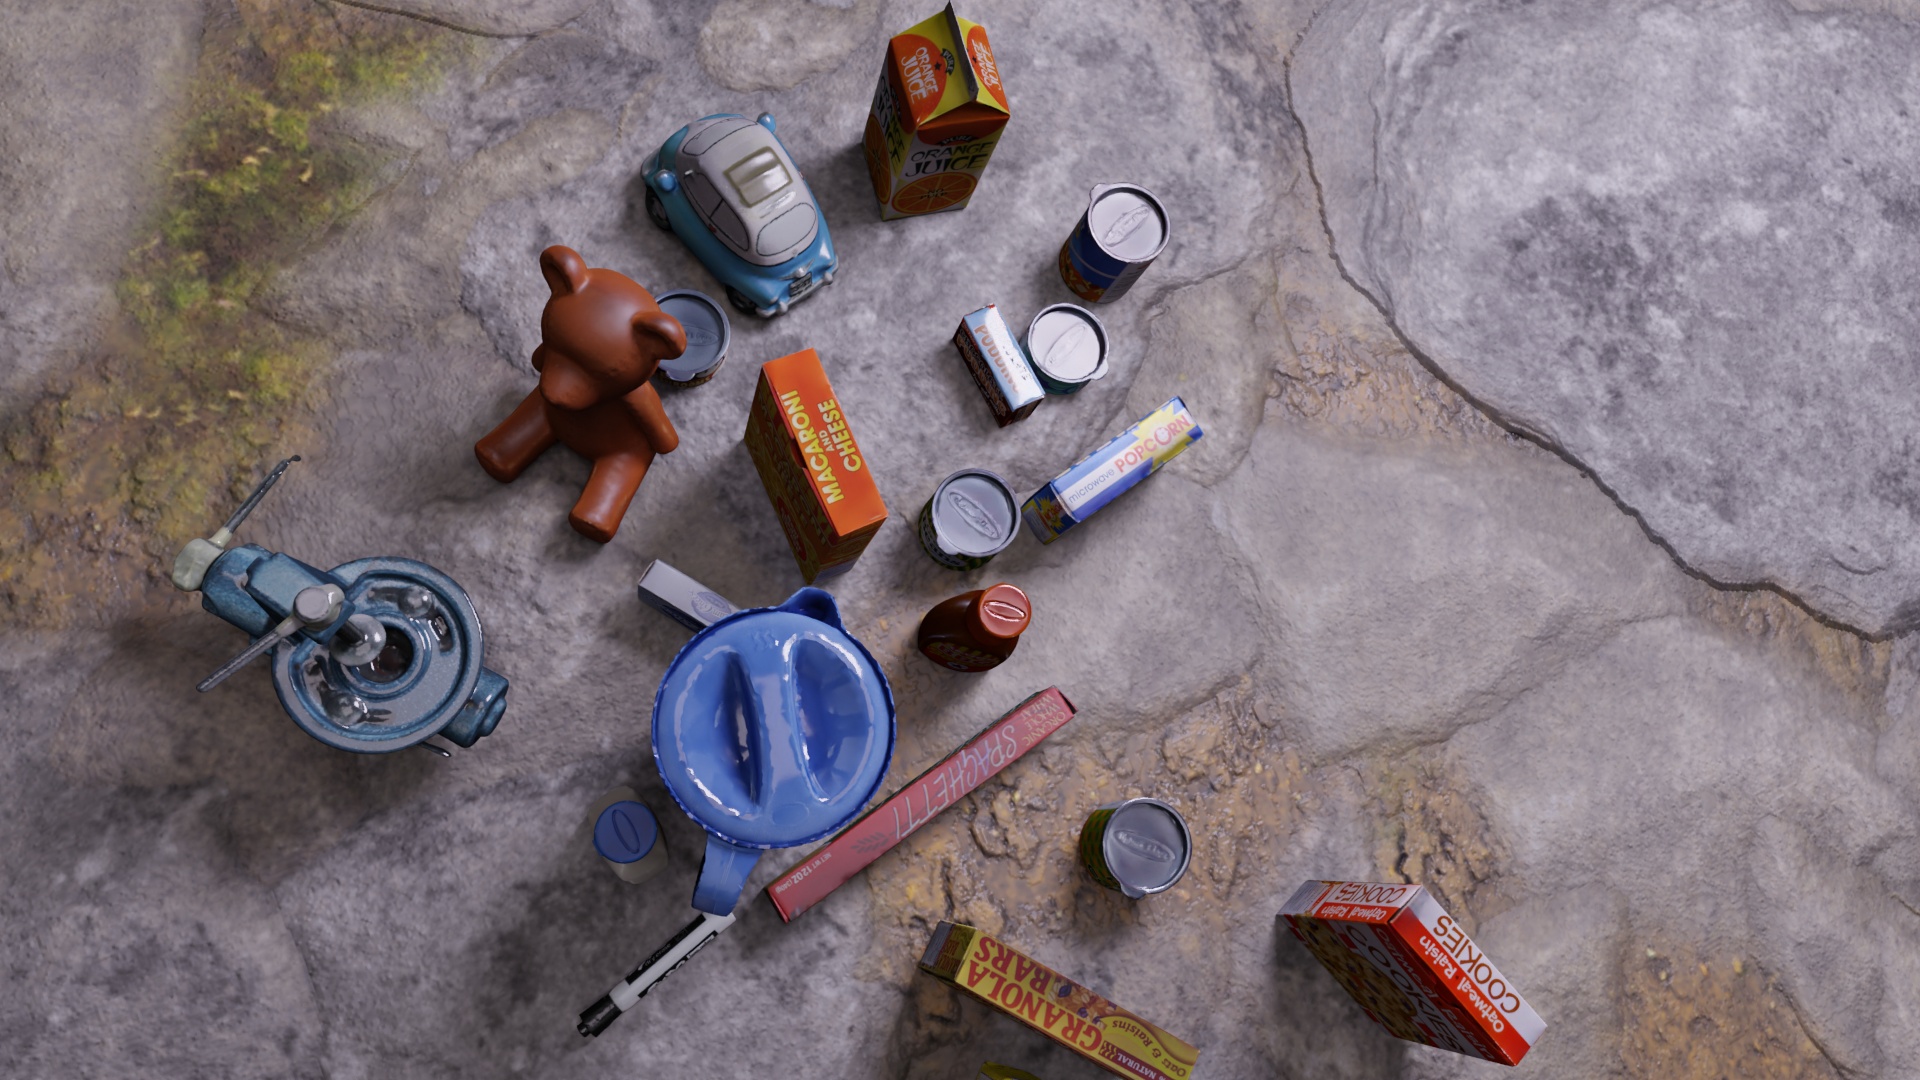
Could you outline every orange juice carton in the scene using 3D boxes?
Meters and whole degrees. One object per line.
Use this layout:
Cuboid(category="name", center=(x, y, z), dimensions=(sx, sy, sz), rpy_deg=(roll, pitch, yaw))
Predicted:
Cuboid(category="orange juice carton", center=(-0.018, -0.312, 1.019), dimensions=(0.073, 0.192, 0.072), rpy_deg=(-12, 81, -15))

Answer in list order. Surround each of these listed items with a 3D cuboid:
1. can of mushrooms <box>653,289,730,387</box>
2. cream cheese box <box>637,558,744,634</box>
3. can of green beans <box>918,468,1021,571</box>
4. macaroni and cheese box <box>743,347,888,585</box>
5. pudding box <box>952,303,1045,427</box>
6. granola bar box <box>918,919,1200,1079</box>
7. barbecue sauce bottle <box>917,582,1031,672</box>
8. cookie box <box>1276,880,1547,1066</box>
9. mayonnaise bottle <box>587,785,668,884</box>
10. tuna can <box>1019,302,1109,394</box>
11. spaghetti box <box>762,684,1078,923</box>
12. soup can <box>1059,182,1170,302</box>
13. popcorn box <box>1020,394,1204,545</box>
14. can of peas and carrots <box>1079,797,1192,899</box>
Cuboid(category="can of mushrooms", center=(-0.204, -0.146, 1.021), dimensions=(0.071, 0.033, 0.071), rpy_deg=(3, 77, -12))
Cuboid(category="cream cheese box", center=(-0.175, 0.053, 0.970), dimensions=(0.104, 0.053, 0.024), rpy_deg=(31, 73, -4))
Cuboid(category="can of green beans", center=(0.005, -0.014, 1.024), dimensions=(0.071, 0.057, 0.071), rpy_deg=(3, 77, -12))
Cuboid(category="macaroni and cheese box", center=(-0.103, -0.045, 0.950), dimensions=(0.040, 0.166, 0.124), rpy_deg=(-22, 83, -16))
Cuboid(category="pudding box", center=(0.029, -0.133, 1.062), dimensions=(0.030, 0.049, 0.084), rpy_deg=(-26, 84, -17))
Cuboid(category="granola bar box", center=(0.061, 0.311, 0.925), dimensions=(0.165, 0.124, 0.039), rpy_deg=(30, 73, -4))
Cuboid(category="barbecue sauce bottle", center=(0.013, 0.060, 0.961), dimensions=(0.065, 0.148, 0.044), rpy_deg=(17, 75, -8))
Cuboid(category="cookie box", center=(0.305, 0.295, 0.960), dimensions=(0.040, 0.167, 0.123), rpy_deg=(-42, 89, -17))
Cuboid(category="mayonnaise bottle", center=(-0.210, 0.186, 0.882), dimensions=(0.041, 0.147, 0.065), rpy_deg=(-28, 85, -17))
Cuboid(category="tuna can", center=(0.082, -0.148, 1.086), dimensions=(0.071, 0.032, 0.071), rpy_deg=(3, 77, -12))
Cuboid(category="spaghetti box", center=(-0.027, 0.182, 0.975), dimensions=(0.251, 0.050, 0.028), rpy_deg=(-33, 86, -17))
Cuboid(category="soup can", center=(0.117, -0.234, 1.087), dimensions=(0.071, 0.083, 0.071), rpy_deg=(3, 77, -12))
Cuboid(category="popcorn box", center=(0.112, -0.051, 1.042), dimensions=(0.127, 0.085, 0.038), rpy_deg=(-34, 87, -17))
Cuboid(category="can of peas and carrots", center=(0.124, 0.221, 0.995), dimensions=(0.071, 0.058, 0.071), rpy_deg=(3, 77, -12))
